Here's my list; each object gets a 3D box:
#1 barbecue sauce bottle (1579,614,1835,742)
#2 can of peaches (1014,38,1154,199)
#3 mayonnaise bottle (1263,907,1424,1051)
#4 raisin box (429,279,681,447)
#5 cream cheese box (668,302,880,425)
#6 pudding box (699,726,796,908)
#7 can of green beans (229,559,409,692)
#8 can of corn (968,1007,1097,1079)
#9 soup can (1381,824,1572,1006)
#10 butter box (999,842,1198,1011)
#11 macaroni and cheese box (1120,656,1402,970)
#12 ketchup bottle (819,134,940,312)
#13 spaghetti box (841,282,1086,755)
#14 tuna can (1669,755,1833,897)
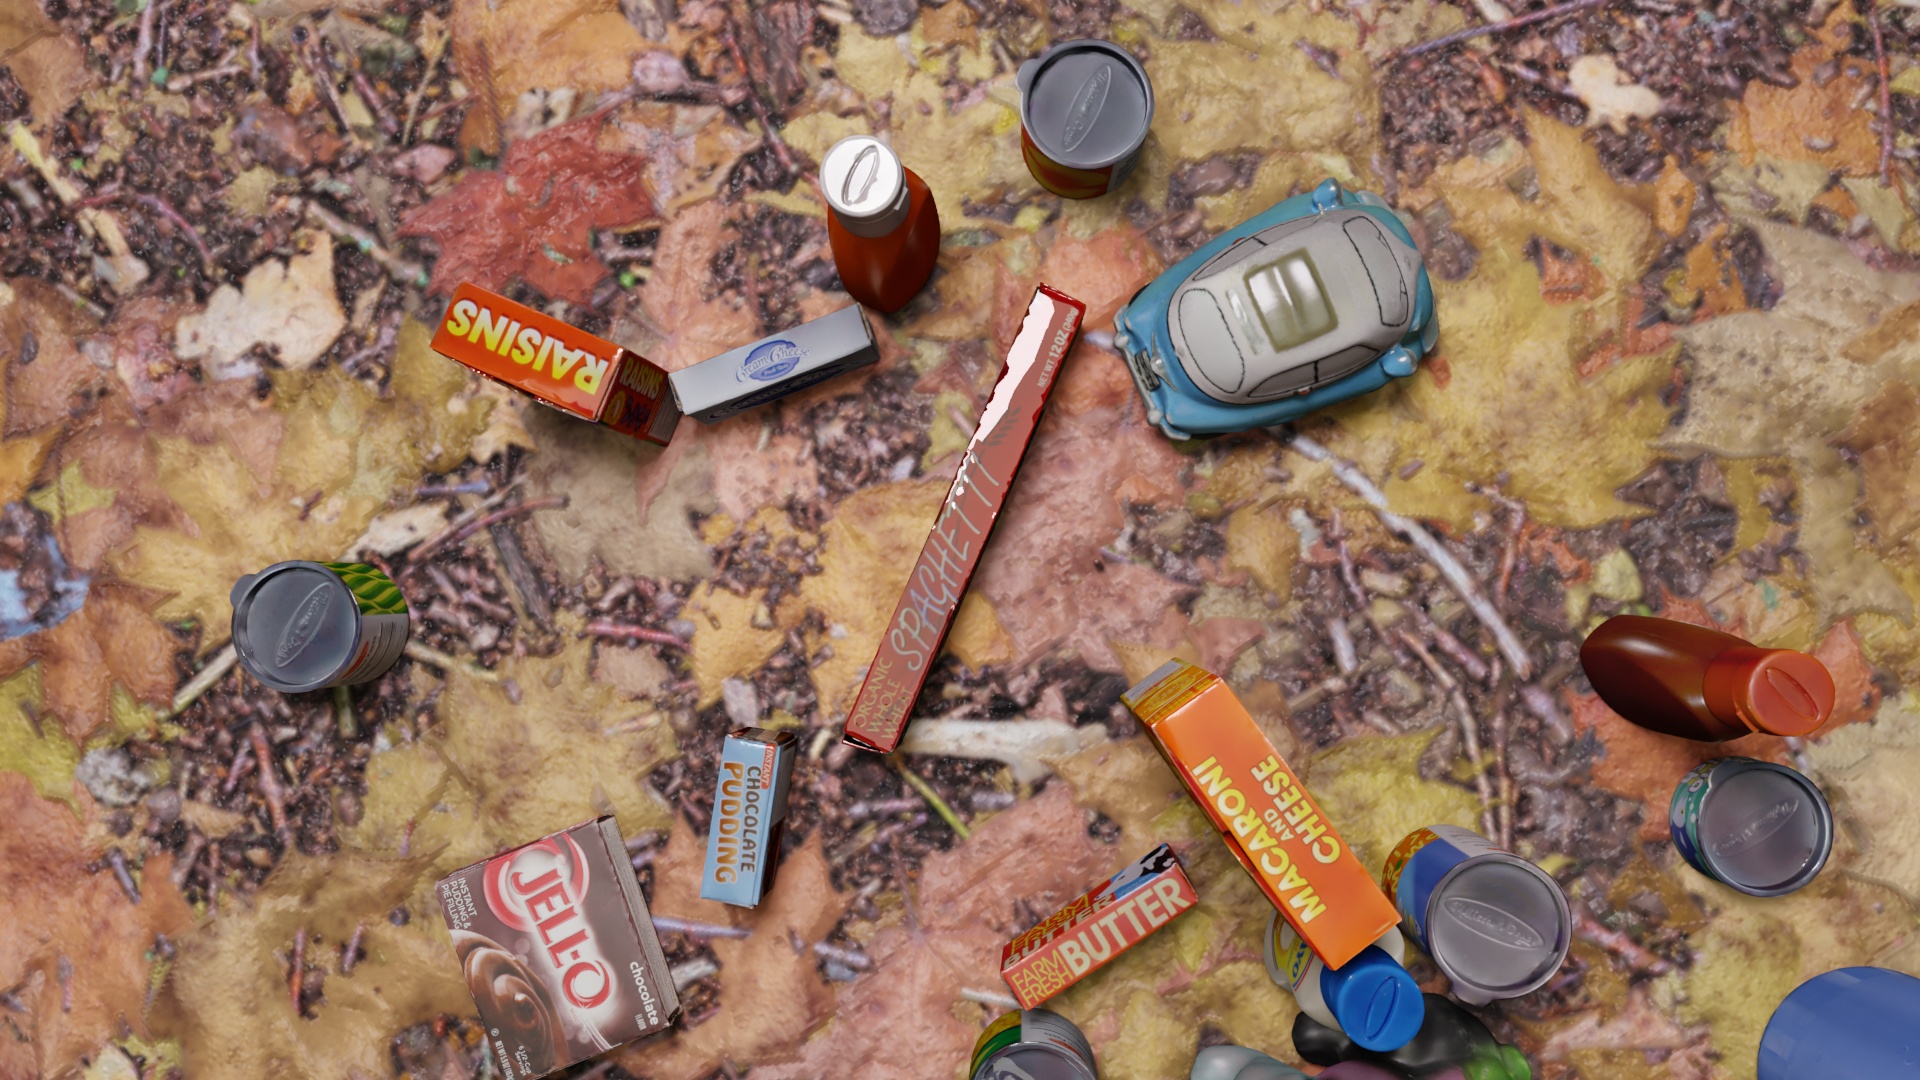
[{"bbox_3d":[0.344,0.066,0.643,0.043,0.148,0.065,-42,87,1],"label":"barbecue sauce bottle"},{"bbox_3d":[0.062,-0.216,0.713,0.071,0.058,0.071,0,88,3],"label":"can of peaches"},{"bbox_3d":[0.176,0.194,0.644,0.041,0.148,0.065,22,89,3],"label":"mayonnaise bottle"},{"bbox_3d":[-0.192,-0.084,0.685,0.086,0.123,0.040,24,89,3],"label":"raisin box"},{"bbox_3d":[-0.093,-0.090,0.716,0.104,0.053,0.024,-20,87,1],"label":"cream cheese box"},{"bbox_3d":[-0.107,0.140,0.708,0.030,0.049,0.083,8,88,3],"label":"pudding box"},{"bbox_3d":[-0.329,0.043,0.718,0.071,0.058,0.071,0,88,3],"label":"can of green beans"},{"bbox_3d":[0.035,0.275,0.691,0.071,0.058,0.071,0,88,3],"label":"can of corn"},{"bbox_3d":[0.246,0.180,0.674,0.071,0.084,0.071,0,88,3],"label":"soup can"},{"bbox_3d":[0.069,0.193,0.696,0.103,0.053,0.024,-33,87,1],"label":"butter box"},{"bbox_3d":[0.130,0.118,0.640,0.040,0.166,0.124,-36,87,1],"label":"macaroni and cheese box"},{"bbox_3d":[-0.038,-0.154,0.669,0.043,0.149,0.064,25,89,3],"label":"ketchup bottle"},{"bbox_3d":[0.003,-0.009,0.710,0.029,0.050,0.250,23,88,3],"label":"spaghetti box"},{"bbox_3d":[0.393,0.140,0.695,0.071,0.033,0.071,0,87,2],"label":"tuna can"}]
